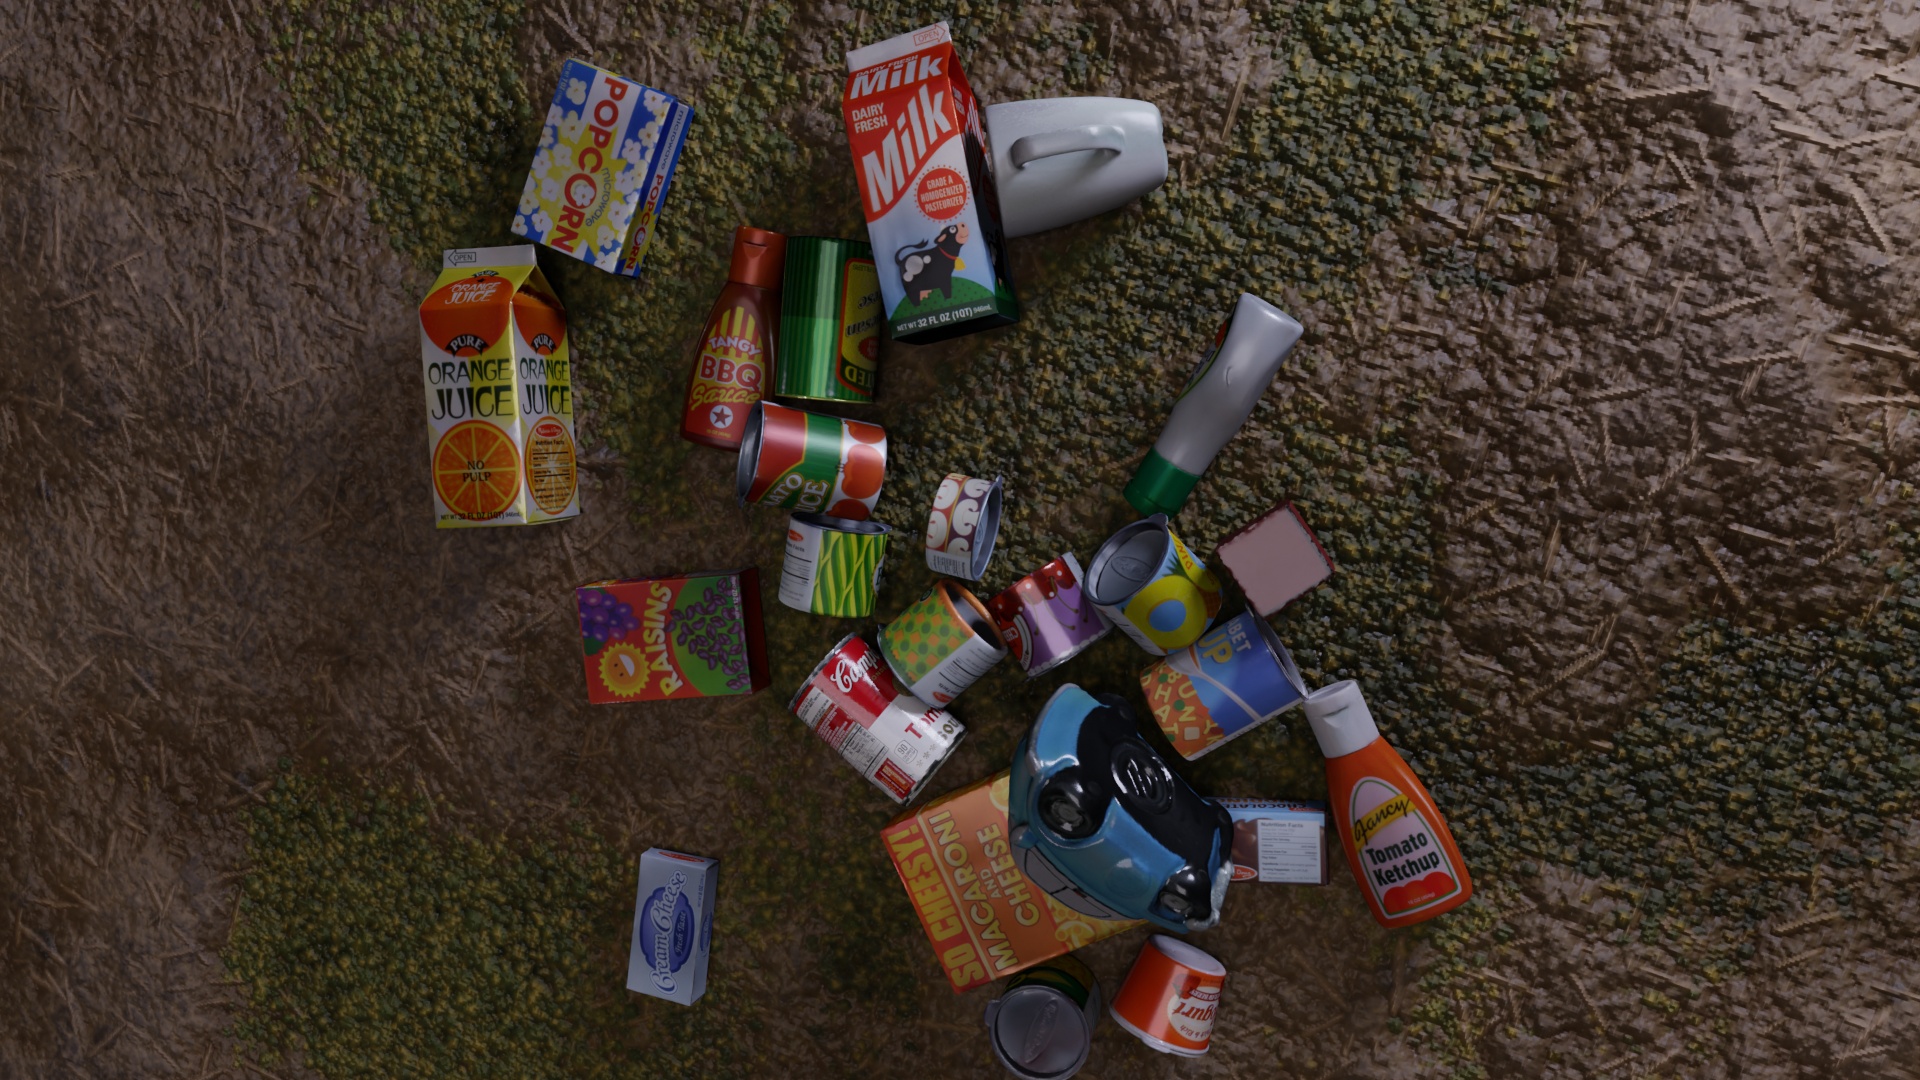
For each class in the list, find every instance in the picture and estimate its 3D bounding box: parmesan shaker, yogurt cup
[{"bbox_3d":[-0.085,-0.143,0.904,0.071,0.071,0.103,7,97,13],"label":"parmesan shaker"},{"bbox_3d":[0.136,0.291,0.895,0.072,0.072,0.054,22,92,11],"label":"yogurt cup"}]

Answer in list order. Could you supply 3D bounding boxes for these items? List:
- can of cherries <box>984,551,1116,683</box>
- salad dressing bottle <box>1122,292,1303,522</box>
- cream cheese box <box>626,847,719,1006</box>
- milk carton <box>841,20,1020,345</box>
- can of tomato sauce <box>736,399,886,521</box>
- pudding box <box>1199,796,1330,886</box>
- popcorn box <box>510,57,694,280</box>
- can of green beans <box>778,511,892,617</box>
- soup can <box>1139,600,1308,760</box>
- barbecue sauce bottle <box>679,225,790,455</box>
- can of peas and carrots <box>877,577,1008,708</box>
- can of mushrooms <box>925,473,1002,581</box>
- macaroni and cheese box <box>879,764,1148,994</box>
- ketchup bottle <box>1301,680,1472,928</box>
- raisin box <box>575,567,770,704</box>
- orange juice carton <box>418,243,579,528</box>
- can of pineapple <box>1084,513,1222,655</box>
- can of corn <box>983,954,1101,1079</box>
[{"bbox_3d":[0.055,0.049,0.889,0.071,0.071,0.058,-32,87,14],"label":"can of cherries"},{"bbox_3d":[0.153,-0.080,0.860,0.044,0.064,0.147,32,109,3],"label":"salad dressing bottle"},{"bbox_3d":[-0.206,0.276,0.996,0.053,0.024,0.103,9,97,14],"label":"cream cheese box"},{"bbox_3d":[-0.021,-0.226,0.881,0.072,0.073,0.190,-12,92,15],"label":"milk carton"},{"bbox_3d":[-0.097,-0.049,0.902,0.083,0.071,0.071,10,99,-20],"label":"can of tomato sauce"},{"bbox_3d":[0.193,0.192,0.889,0.084,0.030,0.049,-2,96,14],"label":"pudding box"},{"bbox_3d":[-0.245,-0.253,0.950,0.085,0.038,0.126,24,100,10],"label":"popcorn box"},{"bbox_3d":[-0.084,0.016,0.921,0.071,0.071,0.057,11,99,12],"label":"can of green beans"},{"bbox_3d":[0.162,0.088,0.868,0.083,0.071,0.071,-31,87,15],"label":"soup can"},{"bbox_3d":[-0.145,-0.135,0.934,0.065,0.044,0.148,13,98,7],"label":"barbecue sauce bottle"},{"bbox_3d":[-0.012,0.065,0.909,0.058,0.071,0.071,-41,85,13],"label":"can of peas and carrots"},{"bbox_3d":[0.003,-0.011,0.899,0.033,0.071,0.071,12,98,13],"label":"can of mushrooms"},{"bbox_3d":[0.048,0.212,0.920,0.166,0.040,0.123,-25,88,14],"label":"macaroni and cheese box"},{"bbox_3d":[0.259,0.161,0.863,0.064,0.043,0.149,-25,88,14],"label":"ketchup bottle"},{"bbox_3d":[-0.200,0.066,0.968,0.123,0.040,0.086,-5,95,13],"label":"raisin box"},{"bbox_3d":[-0.320,-0.107,0.964,0.072,0.073,0.192,-2,94,14],"label":"orange juice carton"},{"bbox_3d":[0.122,0.028,0.863,0.071,0.071,0.058,-42,118,14],"label":"can of pineapple"},{"bbox_3d":[0.055,0.313,0.918,0.071,0.058,0.071,1,96,14],"label":"can of corn"}]
